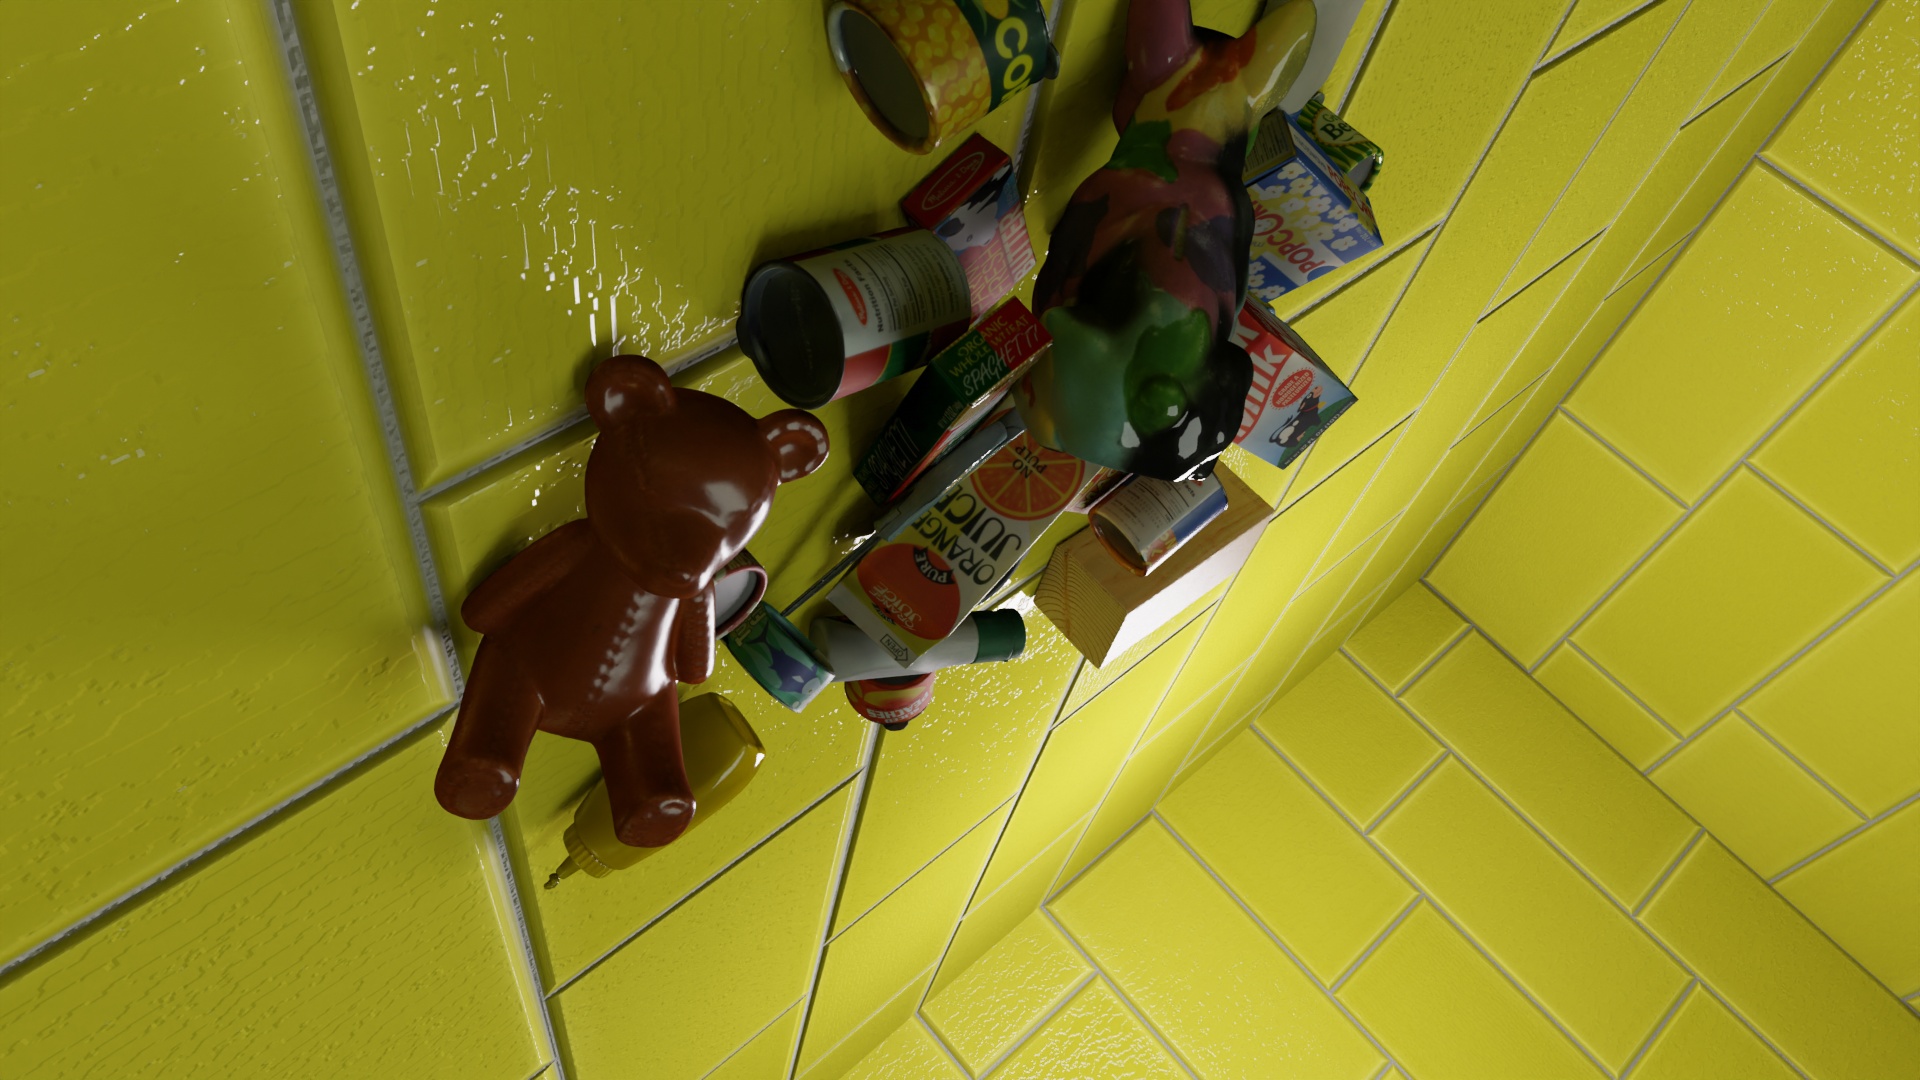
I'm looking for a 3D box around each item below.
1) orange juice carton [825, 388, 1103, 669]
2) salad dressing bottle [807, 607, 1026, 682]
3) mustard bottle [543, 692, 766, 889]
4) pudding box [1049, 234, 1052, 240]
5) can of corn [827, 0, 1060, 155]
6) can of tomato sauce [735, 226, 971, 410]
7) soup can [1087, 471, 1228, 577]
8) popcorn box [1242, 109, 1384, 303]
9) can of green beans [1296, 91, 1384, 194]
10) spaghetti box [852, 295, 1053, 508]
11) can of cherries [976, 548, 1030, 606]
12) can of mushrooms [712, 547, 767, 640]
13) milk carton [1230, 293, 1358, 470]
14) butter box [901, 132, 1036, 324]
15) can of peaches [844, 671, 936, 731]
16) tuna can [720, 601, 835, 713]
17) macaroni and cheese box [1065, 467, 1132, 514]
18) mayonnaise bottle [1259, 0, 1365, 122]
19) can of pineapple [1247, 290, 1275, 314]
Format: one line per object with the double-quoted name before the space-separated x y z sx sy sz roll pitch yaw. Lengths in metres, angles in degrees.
"orange juice carton" 0.003 -0.011 0.859 0.192 0.072 0.073 -48 -175 11
"salad dressing bottle" -0.028 0.069 0.947 0.148 0.044 0.064 -3 -179 -26
"mustard bottle" -0.198 0.164 0.866 0.160 0.065 0.048 -39 155 2
"pudding box" 0.093 -0.166 0.796 0.030 0.050 0.084 -50 161 29
"can of corn" -0.007 -0.187 0.527 0.058 0.071 0.071 -38 159 -15
"can of tomato sauce" -0.047 -0.102 0.627 0.083 0.071 0.070 -27 153 -42
"soup can" 0.147 -0.022 1.041 0.084 0.071 0.071 -39 159 -12
"popcorn box" 0.188 -0.197 0.836 0.085 0.038 0.126 -25 152 32
"can of green beans" 0.231 -0.243 0.903 0.071 0.058 0.071 -38 159 -17
"spaghetti box" -0.012 -0.061 0.705 0.050 0.028 0.249 -39 -179 -15
"can of cherries" 0.003 0.004 0.946 0.072 0.058 0.071 -38 158 -18
"can of mushrooms" -0.137 0.025 0.747 0.071 0.033 0.070 -38 158 -18
"milk carton" 0.171 -0.113 0.880 0.072 0.074 0.190 -45 147 19
"butter box" 0.006 -0.152 0.692 0.053 0.024 0.103 -43 160 -5
"can of peaches" -0.049 0.093 0.999 0.071 0.071 0.057 -35 157 -26
"tuna can" -0.111 0.069 0.842 0.033 0.071 0.071 -45 160 -1
"macaroni and cheese box" 0.128 -0.076 1.056 0.123 0.040 0.166 -51 159 16
"mayonnaise bottle" 0.188 -0.279 0.775 0.065 0.041 0.147 -32 158 -29
"can of pineapple" 0.176 -0.155 0.969 0.071 0.058 0.070 -38 159 -17
